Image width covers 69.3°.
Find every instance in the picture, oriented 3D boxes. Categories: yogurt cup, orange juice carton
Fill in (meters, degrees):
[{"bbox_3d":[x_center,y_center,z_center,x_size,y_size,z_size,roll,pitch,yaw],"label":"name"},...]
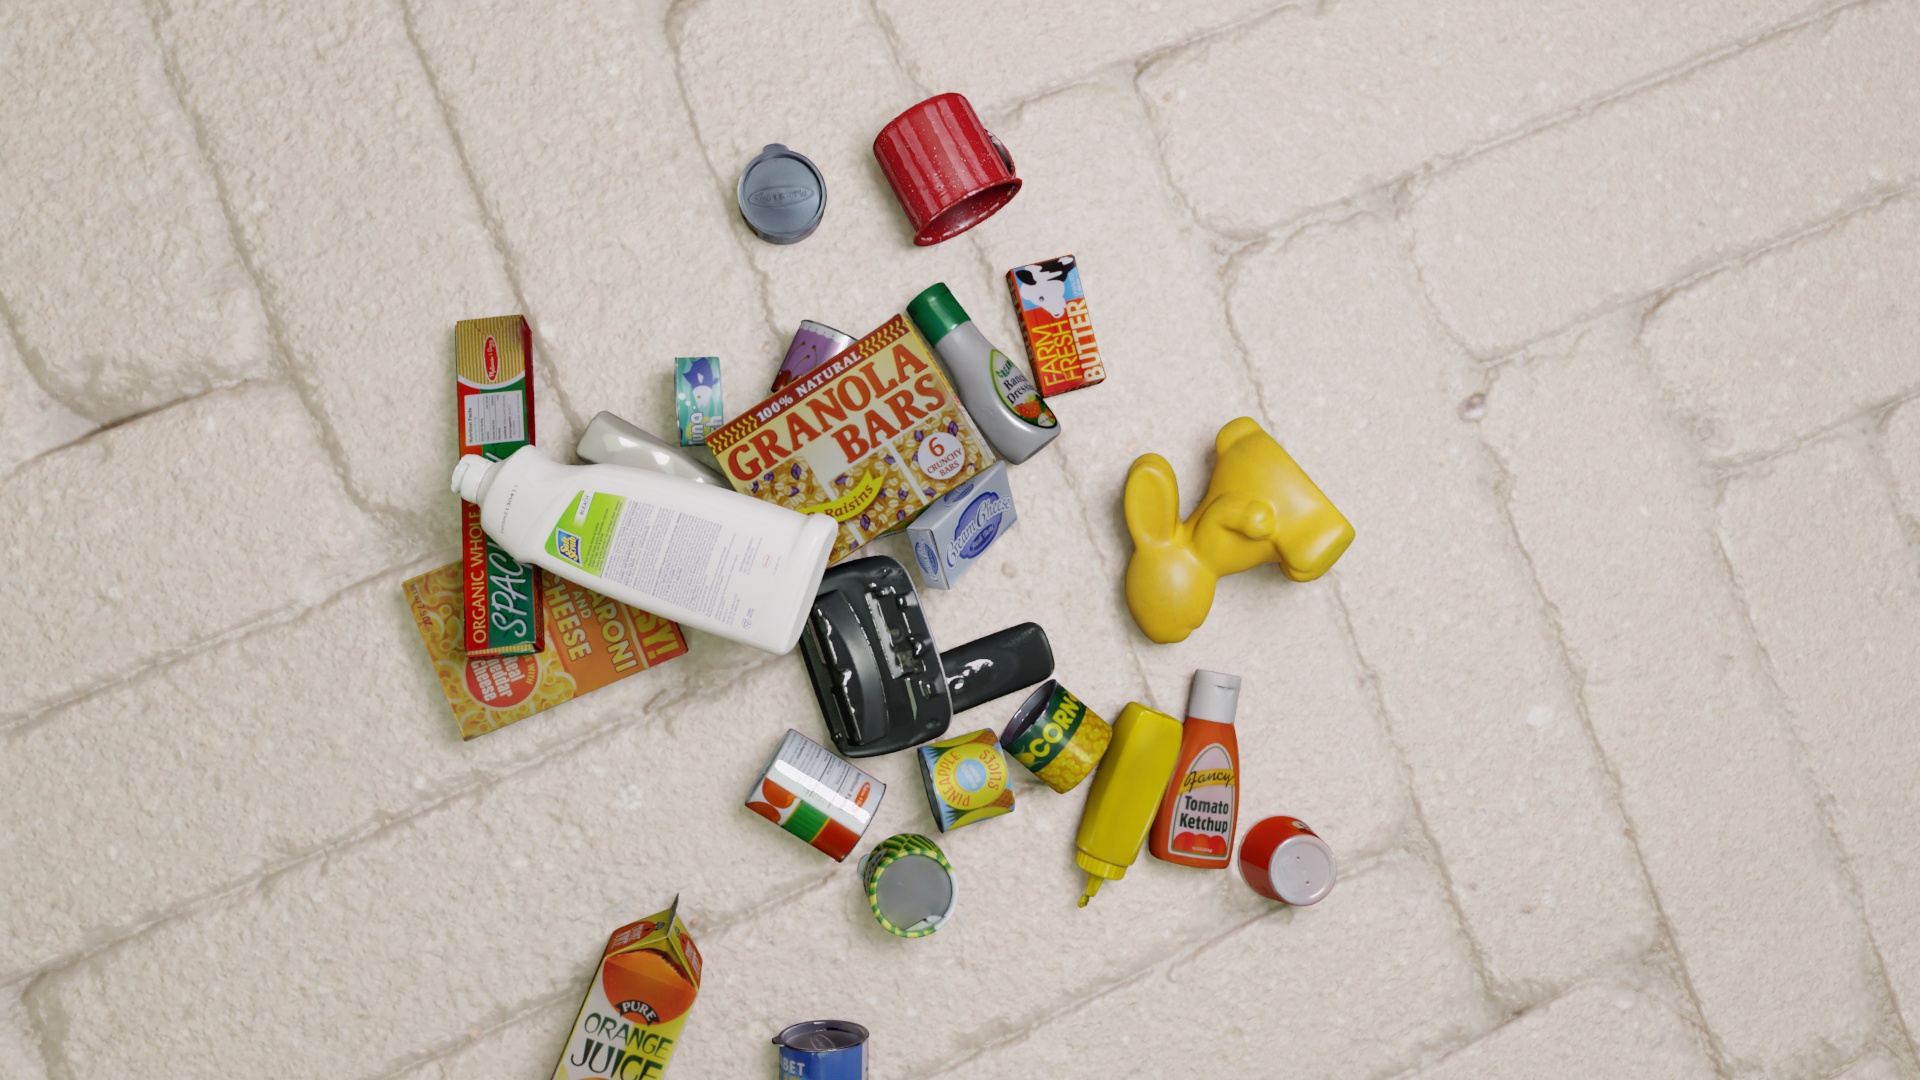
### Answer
[{"bbox_3d":[0.256,0.250,1.076,0.072,0.054,0.072,0,88,-7],"label":"yogurt cup"},{"bbox_3d":[-0.239,0.350,0.992,0.073,0.072,0.193,22,85,-7],"label":"orange juice carton"}]

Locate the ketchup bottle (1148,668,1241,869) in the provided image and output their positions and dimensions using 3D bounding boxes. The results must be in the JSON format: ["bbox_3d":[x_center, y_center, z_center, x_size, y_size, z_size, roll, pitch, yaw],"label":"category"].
[{"bbox_3d":[0.187,0.175,1.074,0.065,0.043,0.149,11,86,-12],"label":"ketchup bottle"}]

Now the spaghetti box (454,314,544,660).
[{"bbox_3d":[-0.327,-0.039,0.984,0.050,0.028,0.250,-6,75,-4],"label":"spaghetti box"}]

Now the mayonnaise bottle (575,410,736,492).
[{"bbox_3d":[-0.206,-0.043,1.016,0.148,0.065,0.041,29,92,-10],"label":"mayonnaise bottle"}]

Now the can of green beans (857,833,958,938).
[{"bbox_3d":[-0.037,0.256,1.031,0.071,0.058,0.071,0,88,-8],"label":"can of green beans"}]

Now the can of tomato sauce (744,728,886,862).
[{"bbox_3d":[-0.108,0.188,1.021,0.083,0.071,0.071,32,84,-6],"label":"can of tomato sauce"}]

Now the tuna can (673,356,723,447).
[{"bbox_3d":[-0.191,-0.100,1.015,0.033,0.071,0.071,-3,89,-9],"label":"tuna can"}]

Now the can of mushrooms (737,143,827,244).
[{"bbox_3d":[-0.135,-0.260,1.047,0.071,0.033,0.071,0,89,-8],"label":"can of mushrooms"}]

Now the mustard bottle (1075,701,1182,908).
[{"bbox_3d":[0.122,0.204,1.056,0.049,0.065,0.160,20,91,-6],"label":"mustard bottle"}]

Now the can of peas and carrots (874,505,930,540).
[{"bbox_3d":[-0.059,-0.038,1.033,0.059,0.071,0.071,-16,91,-8],"label":"can of peas and carrots"}]

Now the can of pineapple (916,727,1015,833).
[{"bbox_3d":[0.004,0.178,1.034,0.058,0.071,0.071,-15,91,-9],"label":"can of pineapple"}]

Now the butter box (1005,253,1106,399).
[{"bbox_3d":[0.074,-0.166,1.079,0.053,0.024,0.103,-15,90,-9],"label":"butter box"}]

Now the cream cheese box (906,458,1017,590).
[{"bbox_3d":[0.004,-0.013,1.027,0.104,0.024,0.053,-45,129,-42],"label":"cream cheese box"}]

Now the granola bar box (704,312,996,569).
[{"bbox_3d":[-0.077,-0.063,0.975,0.165,0.039,0.124,-32,90,5],"label":"granola bar box"}]

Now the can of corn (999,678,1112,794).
[{"bbox_3d":[0.073,0.148,1.045,0.058,0.071,0.071,40,84,-6],"label":"can of corn"}]

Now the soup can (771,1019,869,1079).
[{"bbox_3d":[-0.102,0.402,1.013,0.071,0.071,0.083,0,89,-8],"label":"soup can"}]

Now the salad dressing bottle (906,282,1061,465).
[{"bbox_3d":[0.016,-0.128,1.054,0.043,0.064,0.147,-39,86,36],"label":"salad dressing bottle"}]

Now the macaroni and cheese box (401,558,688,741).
[{"bbox_3d":[-0.299,0.056,1.009,0.167,0.040,0.123,-22,91,-8],"label":"macaroni and cheese box"}]

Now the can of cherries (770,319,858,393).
[{"bbox_3d":[-0.101,-0.124,1.033,0.071,0.071,0.058,24,86,-7],"label":"can of cherries"}]
